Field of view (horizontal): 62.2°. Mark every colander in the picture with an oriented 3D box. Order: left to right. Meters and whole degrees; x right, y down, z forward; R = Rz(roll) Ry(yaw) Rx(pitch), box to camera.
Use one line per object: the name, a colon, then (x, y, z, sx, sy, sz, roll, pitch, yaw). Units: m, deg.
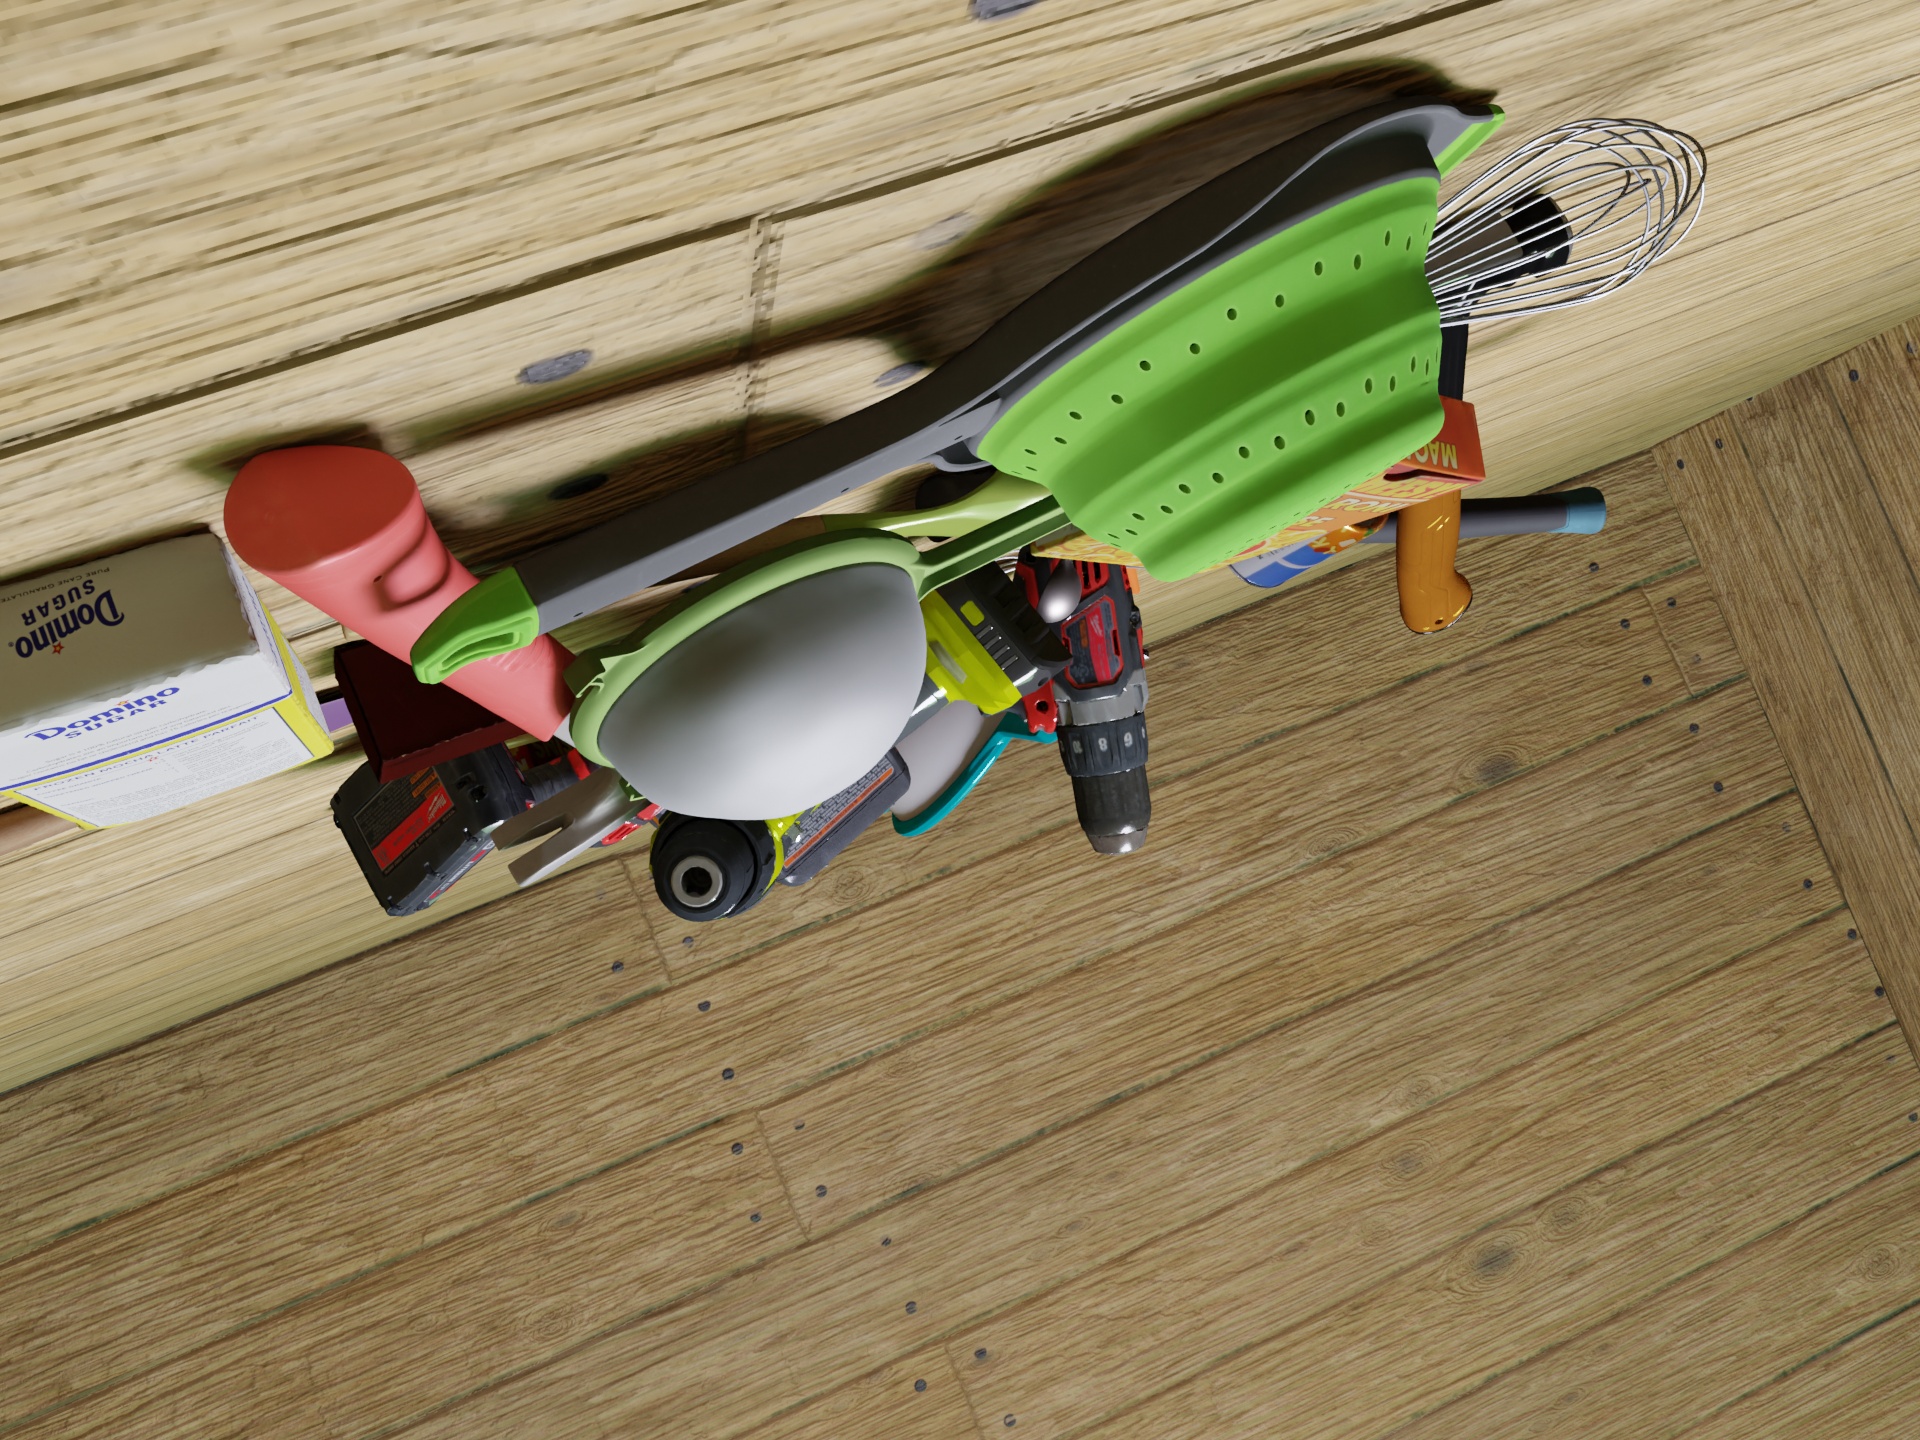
colander: (0.027, -0.074, 0.513, 0.397, 0.094, 0.204, -28, 179, -19)

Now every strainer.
strainer: (-0.021, -0.026, 0.615, 0.256, 0.069, 0.151, -27, 165, -12)
strainer: (-0.005, -0.024, 1.116, 0.211, 0.095, 0.340, -56, -169, -6)

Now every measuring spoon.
measuring spoon: (0.071, -0.103, 0.805, 0.124, 0.018, 0.034, -64, 170, 17)

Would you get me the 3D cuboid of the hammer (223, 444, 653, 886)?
hammer: (-0.166, -0.011, 0.581, 0.149, 0.037, 0.359, -34, 167, -2)

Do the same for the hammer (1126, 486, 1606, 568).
hammer: (0.244, -0.127, 1.041, 0.331, 0.033, 0.128, -3, -170, 10)

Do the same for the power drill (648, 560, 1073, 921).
power drill: (-0.058, 0.013, 0.787, 0.228, 0.080, 0.190, -40, -175, 0)

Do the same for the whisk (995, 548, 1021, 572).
whisk: (-0.037, -0.070, 1.047, 0.246, 0.059, 0.057, -16, 165, -22)

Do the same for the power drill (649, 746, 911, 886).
power drill: (-0.130, 0.021, 1.087, 0.164, 0.084, 0.227, -42, -152, -19)

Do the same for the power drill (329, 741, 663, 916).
power drill: (-0.233, 0.033, 0.920, 0.143, 0.078, 0.219, -37, 168, 28)

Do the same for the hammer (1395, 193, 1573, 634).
hammer: (0.238, -0.129, 0.827, 0.127, 0.034, 0.336, -22, 152, 5)

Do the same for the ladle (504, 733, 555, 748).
ladle: (-0.205, -0.015, 1.013, 0.315, 0.031, 0.069, -18, 177, -31)

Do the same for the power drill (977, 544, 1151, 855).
power drill: (-0.001, -0.003, 0.914, 0.226, 0.188, 0.080, -9, -173, 3)

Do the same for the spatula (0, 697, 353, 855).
spatula: (-0.399, 0.043, 0.693, 0.316, 0.018, 0.060, -22, 176, -17)

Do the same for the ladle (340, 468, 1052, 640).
ladle: (-0.084, -0.082, 0.639, 0.320, 0.062, 0.078, -14, 171, -20)

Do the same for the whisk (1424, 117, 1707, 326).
whisk: (0.156, -0.165, 0.652, 0.284, 0.070, 0.070, -18, 180, 34)

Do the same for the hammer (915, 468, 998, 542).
hammer: (0.122, -0.148, 0.911, 0.409, 0.036, 0.149, -19, 174, -46)

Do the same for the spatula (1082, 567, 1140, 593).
spatula: (0.099, -0.095, 1.125, 0.081, 0.041, 0.323, 11, -168, 1)
